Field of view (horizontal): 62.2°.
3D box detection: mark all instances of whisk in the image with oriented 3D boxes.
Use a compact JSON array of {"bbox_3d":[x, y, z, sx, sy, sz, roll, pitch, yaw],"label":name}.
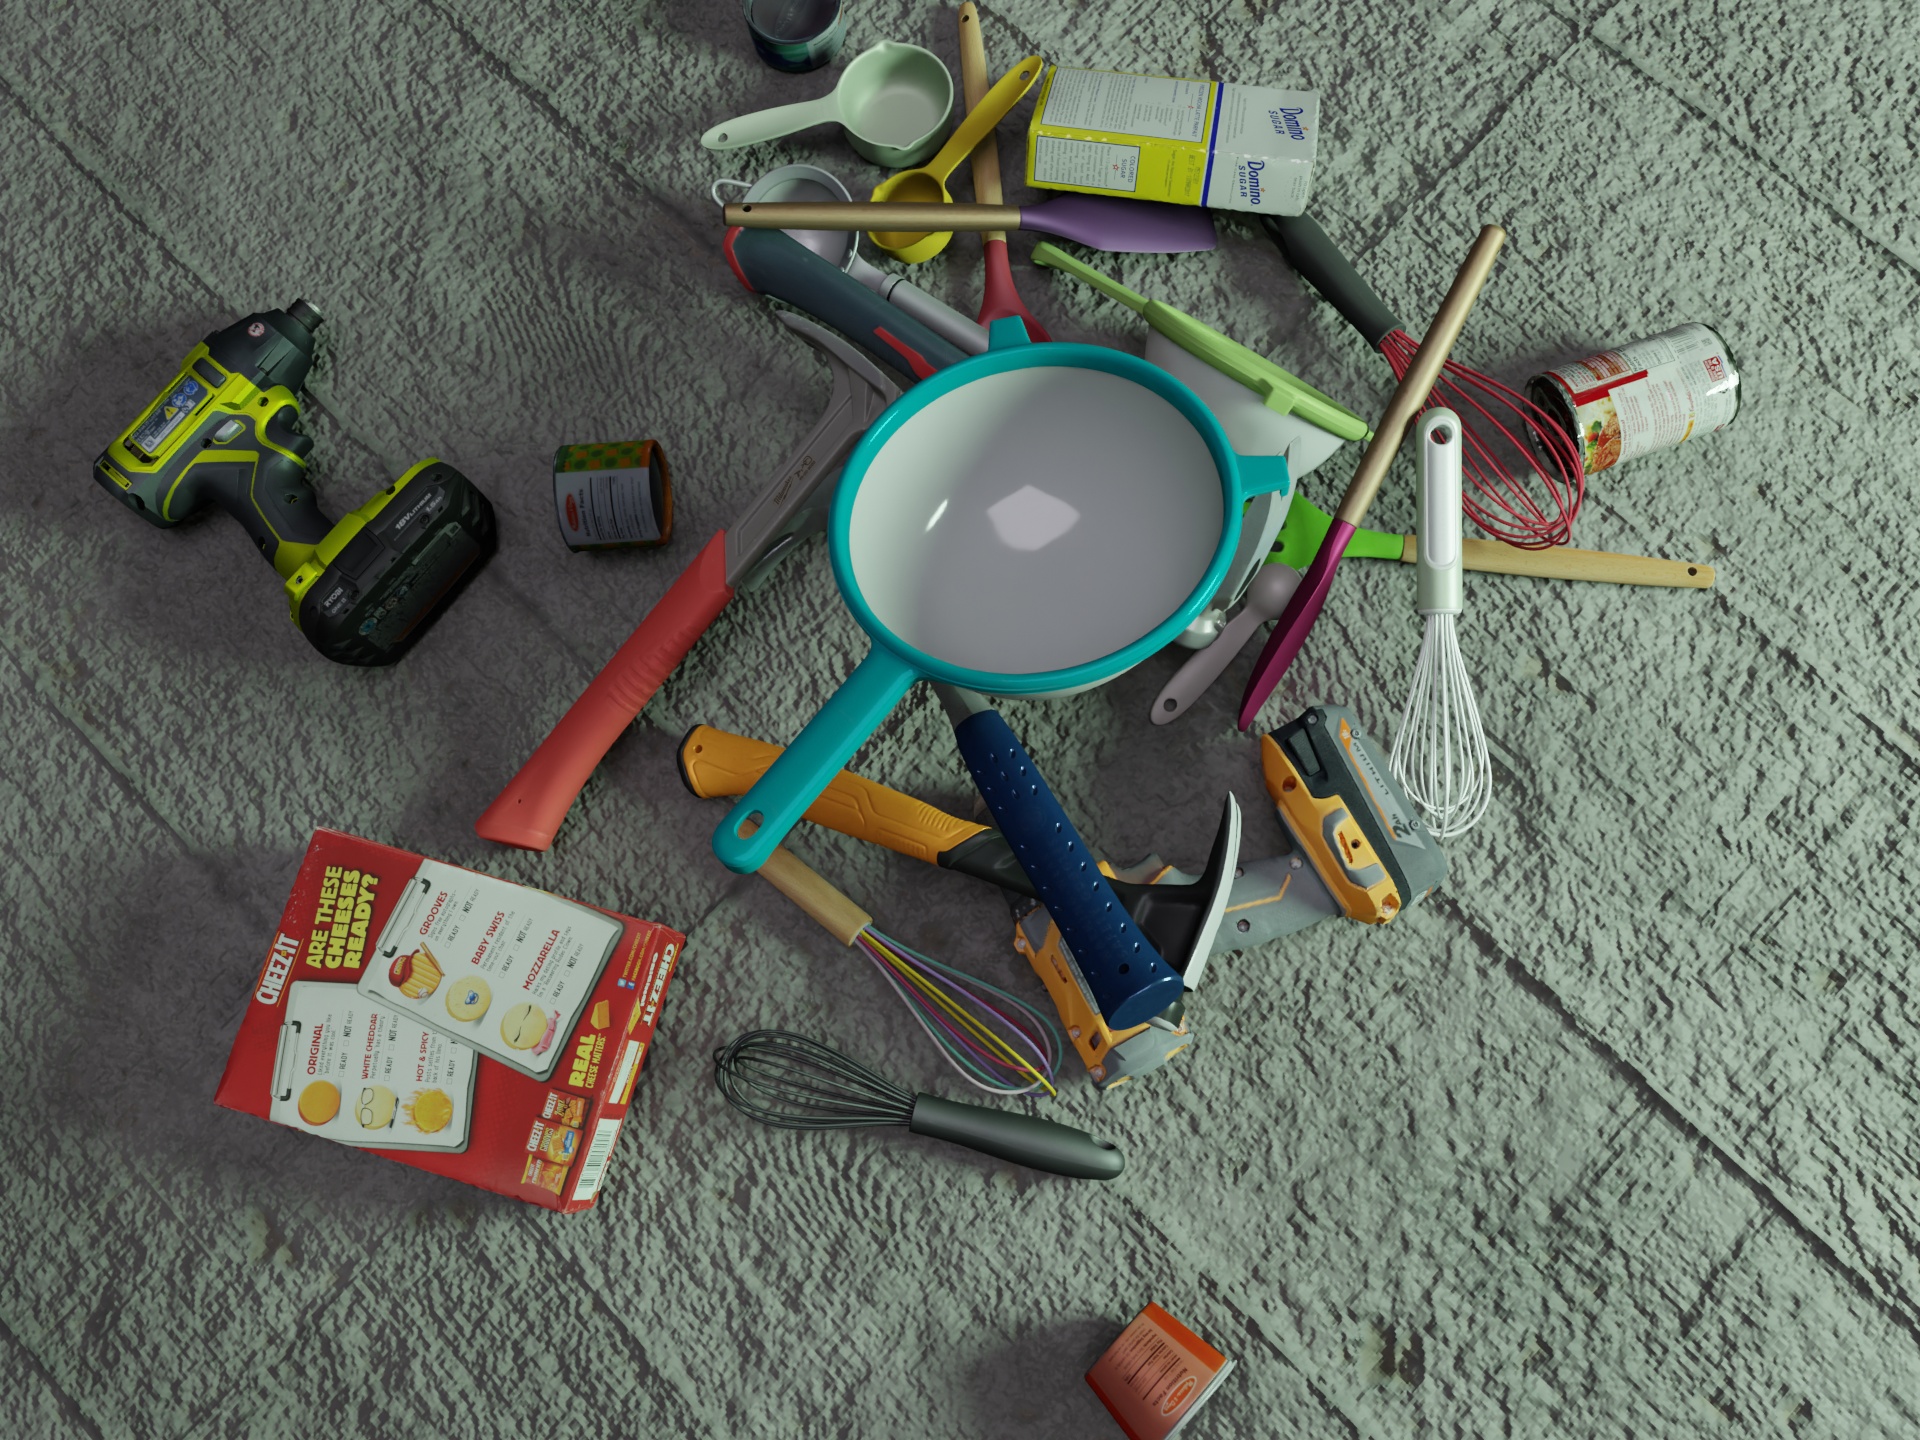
[{"bbox_3d":[0.272,-0.217,0.960,0.073,0.073,0.296,-32,68,-4],"label":"whisk"},{"bbox_3d":[-0.024,0.219,0.890,0.239,0.055,0.055,14,78,3],"label":"whisk"},{"bbox_3d":[0.272,-0.054,0.902,0.058,0.059,0.246,-1,91,8],"label":"whisk"},{"bbox_3d":[-0.040,0.133,0.911,0.245,0.047,0.051,37,104,15],"label":"whisk"}]

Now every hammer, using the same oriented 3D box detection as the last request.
[{"bbox_3d":[-0.001,-0.003,0.875,0.144,0.035,0.406,-29,54,-2],"label":"hammer"},{"bbox_3d":[-0.013,0.056,0.891,0.337,0.034,0.127,18,78,23],"label":"hammer"},{"bbox_3d":[-0.166,-0.070,0.936,0.359,0.036,0.149,-49,60,5],"label":"hammer"},{"bbox_3d":[0.016,-0.201,0.928,0.386,0.143,0.038,37,48,15],"label":"hammer"}]

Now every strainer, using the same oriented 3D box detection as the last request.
[{"bbox_3d":[0.124,-0.212,0.965,0.257,0.151,0.069,39,111,30],"label":"strainer"},{"bbox_3d":[-0.049,-0.272,0.997,0.258,0.050,0.087,35,108,17],"label":"strainer"},{"bbox_3d":[0.002,-0.042,0.823,0.211,0.095,0.340,34,75,24],"label":"strainer"}]

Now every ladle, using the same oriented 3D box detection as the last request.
[{"bbox_3d":[0.018,-0.330,1.027,0.069,0.031,0.316,-11,73,19],"label":"ladle"}]

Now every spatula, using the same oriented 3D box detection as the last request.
[{"bbox_3d":[0.010,-0.314,0.988,0.316,0.018,0.060,-5,70,-15],"label":"spatula"}]

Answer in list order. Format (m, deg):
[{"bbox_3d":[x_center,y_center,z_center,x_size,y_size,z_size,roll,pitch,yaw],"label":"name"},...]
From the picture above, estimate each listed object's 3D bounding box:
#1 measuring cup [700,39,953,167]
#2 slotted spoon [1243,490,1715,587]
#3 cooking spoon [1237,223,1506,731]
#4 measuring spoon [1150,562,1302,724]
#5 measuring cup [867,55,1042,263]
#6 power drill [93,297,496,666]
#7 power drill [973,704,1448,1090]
[{"bbox_3d":[-0.086,-0.390,1.044,0.167,0.038,0.083,-12,76,3],"label":"measuring cup"},{"bbox_3d":[0.291,-0.103,0.955,0.314,0.031,0.070,7,77,4],"label":"slotted spoon"},{"bbox_3d":[0.232,-0.136,0.913,0.017,0.068,0.319,28,95,18],"label":"cooking spoon"},{"bbox_3d":[0.158,-0.043,0.943,0.034,0.018,0.124,42,93,-10],"label":"measuring spoon"},{"bbox_3d":[0.002,-0.358,1.019,0.156,0.029,0.062,-48,62,3],"label":"measuring cup"},{"bbox_3d":[-0.407,-0.153,0.991,0.223,0.080,0.171,38,82,14],"label":"power drill"},{"bbox_3d":[0.131,0.076,0.898,0.226,0.084,0.185,-30,72,1],"label":"power drill"}]
